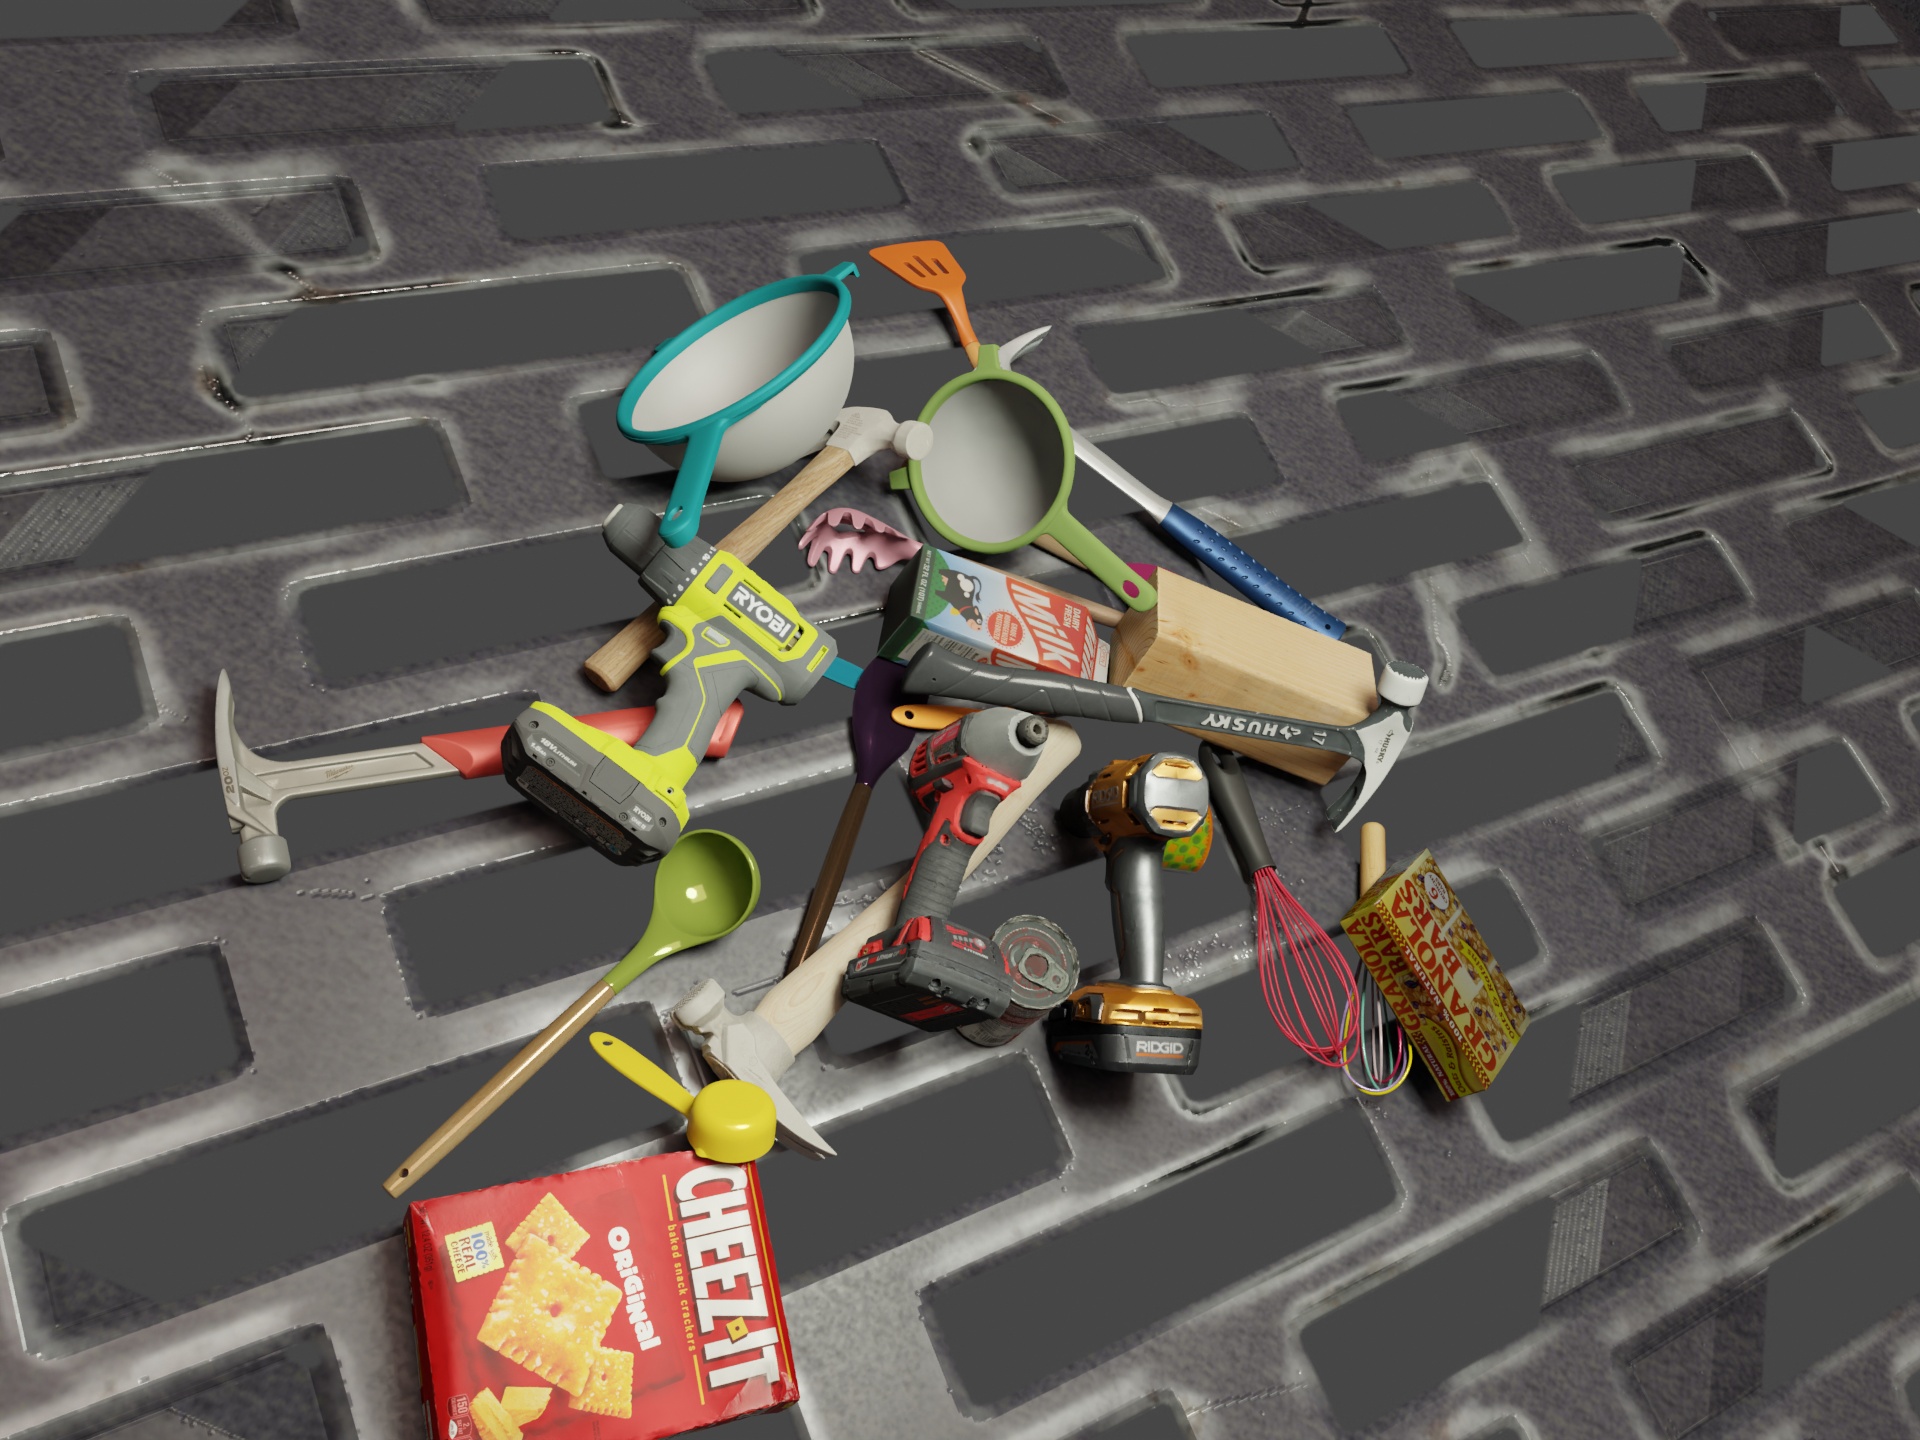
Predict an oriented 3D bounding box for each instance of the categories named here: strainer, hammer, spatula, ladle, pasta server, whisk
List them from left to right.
[{"bbox_3d":[-0.332,0.013,1.134,0.359,0.036,0.149,-9,67,-24],"label":"hammer"},{"bbox_3d":[-0.255,0.191,1.059,0.078,0.062,0.320,36,58,17],"label":"ladle"},{"bbox_3d":[-0.171,-0.141,1.254,0.130,0.031,0.331,21,57,40],"label":"hammer"},{"bbox_3d":[-0.167,-0.215,1.226,0.095,0.211,0.341,57,25,-36],"label":"strainer"},{"bbox_3d":[-0.084,0.071,1.209,0.059,0.018,0.316,28,56,-15],"label":"spatula"},{"bbox_3d":[-0.026,0.135,1.178,0.146,0.038,0.411,50,53,-5],"label":"hammer"},{"bbox_3d":[0.017,-0.317,1.453,0.081,0.041,0.323,-18,75,-28],"label":"spatula"},{"bbox_3d":[0.018,-0.117,1.336,0.316,0.060,0.040,17,51,-17],"label":"pasta server"},{"bbox_3d":[0.073,-0.181,1.322,0.256,0.151,0.069,44,24,13],"label":"strainer"},{"bbox_3d":[0.155,-0.005,1.258,0.409,0.149,0.036,9,27,-9],"label":"hammer"},{"bbox_3d":[0.178,-0.196,1.425,0.405,0.035,0.144,37,60,-5],"label":"hammer"},{"bbox_3d":[0.251,0.139,1.284,0.073,0.073,0.296,-4,59,-23],"label":"whisk"},{"bbox_3d":[0.341,0.191,1.298,0.051,0.047,0.245,29,51,-26],"label":"whisk"}]

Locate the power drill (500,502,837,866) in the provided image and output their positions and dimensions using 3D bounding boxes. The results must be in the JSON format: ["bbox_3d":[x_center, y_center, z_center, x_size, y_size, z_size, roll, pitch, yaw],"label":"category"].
[{"bbox_3d":[-0.218,-0.031,1.126,0.190,0.080,0.229,39,60,-10],"label":"power drill"}]

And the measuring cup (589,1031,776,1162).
[{"bbox_3d":[-0.185,0.234,1.039,0.157,0.029,0.062,26,28,26],"label":"measuring cup"}]

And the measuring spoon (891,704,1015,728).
[{"bbox_3d":[-0.002,-0.004,1.277,0.116,0.011,0.021,1,66,-29],"label":"measuring spoon"}]

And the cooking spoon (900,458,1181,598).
[{"bbox_3d":[0.091,-0.150,1.395,0.319,0.017,0.069,27,51,-7],"label":"cooking spoon"}]

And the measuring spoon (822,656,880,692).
[{"bbox_3d":[-0.124,-0.046,1.261,0.128,0.021,0.042,23,61,-19],"label":"measuring spoon"}]

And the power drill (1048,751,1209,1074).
[{"bbox_3d":[0.117,0.141,1.183,0.084,0.185,0.226,7,81,-18],"label":"power drill"}]

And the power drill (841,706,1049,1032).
[{"bbox_3d":[0.000,0.095,1.101,0.078,0.143,0.220,26,62,-23],"label":"power drill"}]
